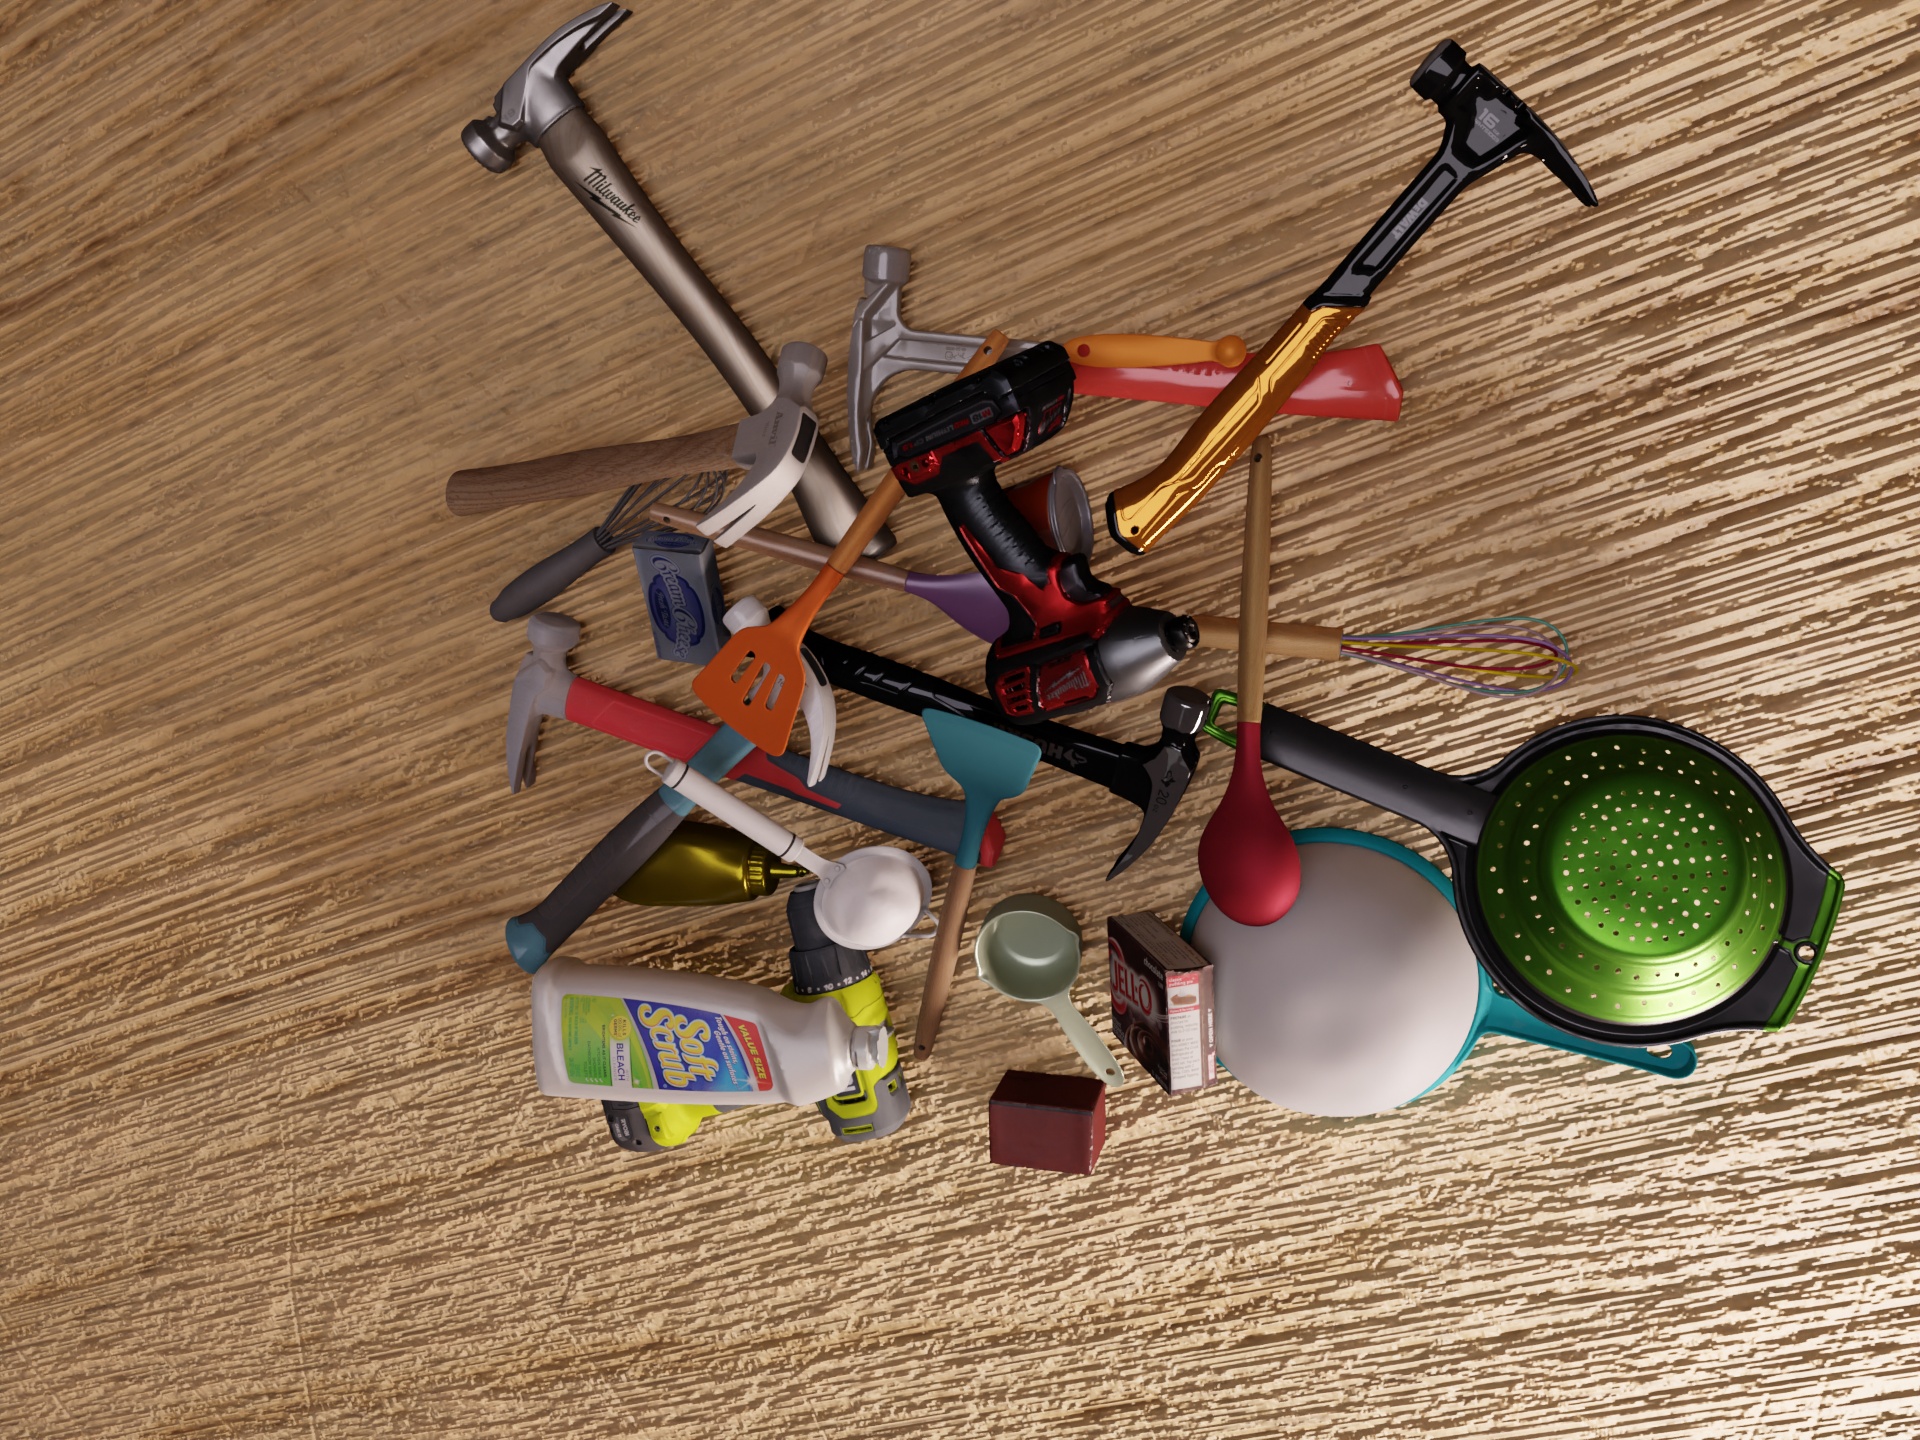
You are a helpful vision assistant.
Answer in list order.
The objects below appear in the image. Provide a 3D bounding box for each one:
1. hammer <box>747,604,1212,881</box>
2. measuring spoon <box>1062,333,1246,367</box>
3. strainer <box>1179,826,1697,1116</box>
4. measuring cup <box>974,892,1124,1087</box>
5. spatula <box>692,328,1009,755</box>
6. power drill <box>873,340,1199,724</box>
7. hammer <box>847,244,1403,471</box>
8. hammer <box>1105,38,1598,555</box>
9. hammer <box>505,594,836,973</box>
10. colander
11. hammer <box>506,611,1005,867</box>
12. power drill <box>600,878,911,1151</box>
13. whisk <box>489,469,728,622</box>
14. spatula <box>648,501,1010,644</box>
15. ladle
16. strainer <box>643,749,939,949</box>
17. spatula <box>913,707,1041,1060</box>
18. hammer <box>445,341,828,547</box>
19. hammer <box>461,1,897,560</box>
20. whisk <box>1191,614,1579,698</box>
[{"bbox_3d":[-0.002,-0.004,1.106,0.335,0.035,0.146,20,117,14],"label":"hammer"},{"bbox_3d":[0.119,-0.230,0.991,0.117,0.011,0.021,4,105,16],"label":"measuring spoon"},{"bbox_3d":[0.303,0.196,1.039,0.340,0.095,0.211,12,107,15],"label":"strainer"},{"bbox_3d":[0.074,0.194,1.144,0.083,0.038,0.167,-27,110,22],"label":"measuring cup"},{"bbox_3d":[-0.067,-0.121,1.052,0.081,0.041,0.322,38,100,6],"label":"spatula"},{"bbox_3d":[0.051,-0.109,0.973,0.143,0.078,0.219,-15,106,38],"label":"power drill"},{"bbox_3d":[0.100,-0.217,1.027,0.359,0.037,0.149,9,106,15],"label":"hammer"},{"bbox_3d":[0.213,-0.225,0.947,0.127,0.034,0.337,40,110,-6],"label":"hammer"},{"bbox_3d":[-0.217,0.066,1.145,0.331,0.033,0.128,-43,87,17],"label":"hammer"},{"bbox_3d":[0.329,0.060,0.971,0.397,0.094,0.204,23,86,19],"label":"colander"},{"bbox_3d":[-0.155,0.044,1.169,0.386,0.038,0.143,19,110,11],"label":"hammer"},{"bbox_3d":[-0.163,0.229,1.198,0.228,0.080,0.190,-14,95,17],"label":"power drill"},{"bbox_3d":[-0.259,-0.132,1.154,0.239,0.055,0.055,-29,94,26],"label":"whisk"},{"bbox_3d":[-0.061,-0.100,1.081,0.316,0.018,0.059,16,128,4],"label":"spatula"},{"bbox_3d":[0.187,-0.025,1.018,0.069,0.031,0.315,2,89,30],"label":"ladle"},{"bbox_3d":[-0.112,0.094,1.104,0.258,0.050,0.087,35,102,-20],"label":"strainer"},{"bbox_3d":[-0.006,0.124,1.107,0.082,0.044,0.317,18,122,11],"label":"spatula"},{"bbox_3d":[-0.236,-0.172,1.093,0.331,0.031,0.130,-3,67,33],"label":"hammer"},{"bbox_3d":[-0.169,-0.285,1.091,0.146,0.038,0.410,-36,92,20],"label":"hammer"},{"bbox_3d":[0.266,-0.048,1.017,0.245,0.047,0.051,7,107,18],"label":"whisk"}]
